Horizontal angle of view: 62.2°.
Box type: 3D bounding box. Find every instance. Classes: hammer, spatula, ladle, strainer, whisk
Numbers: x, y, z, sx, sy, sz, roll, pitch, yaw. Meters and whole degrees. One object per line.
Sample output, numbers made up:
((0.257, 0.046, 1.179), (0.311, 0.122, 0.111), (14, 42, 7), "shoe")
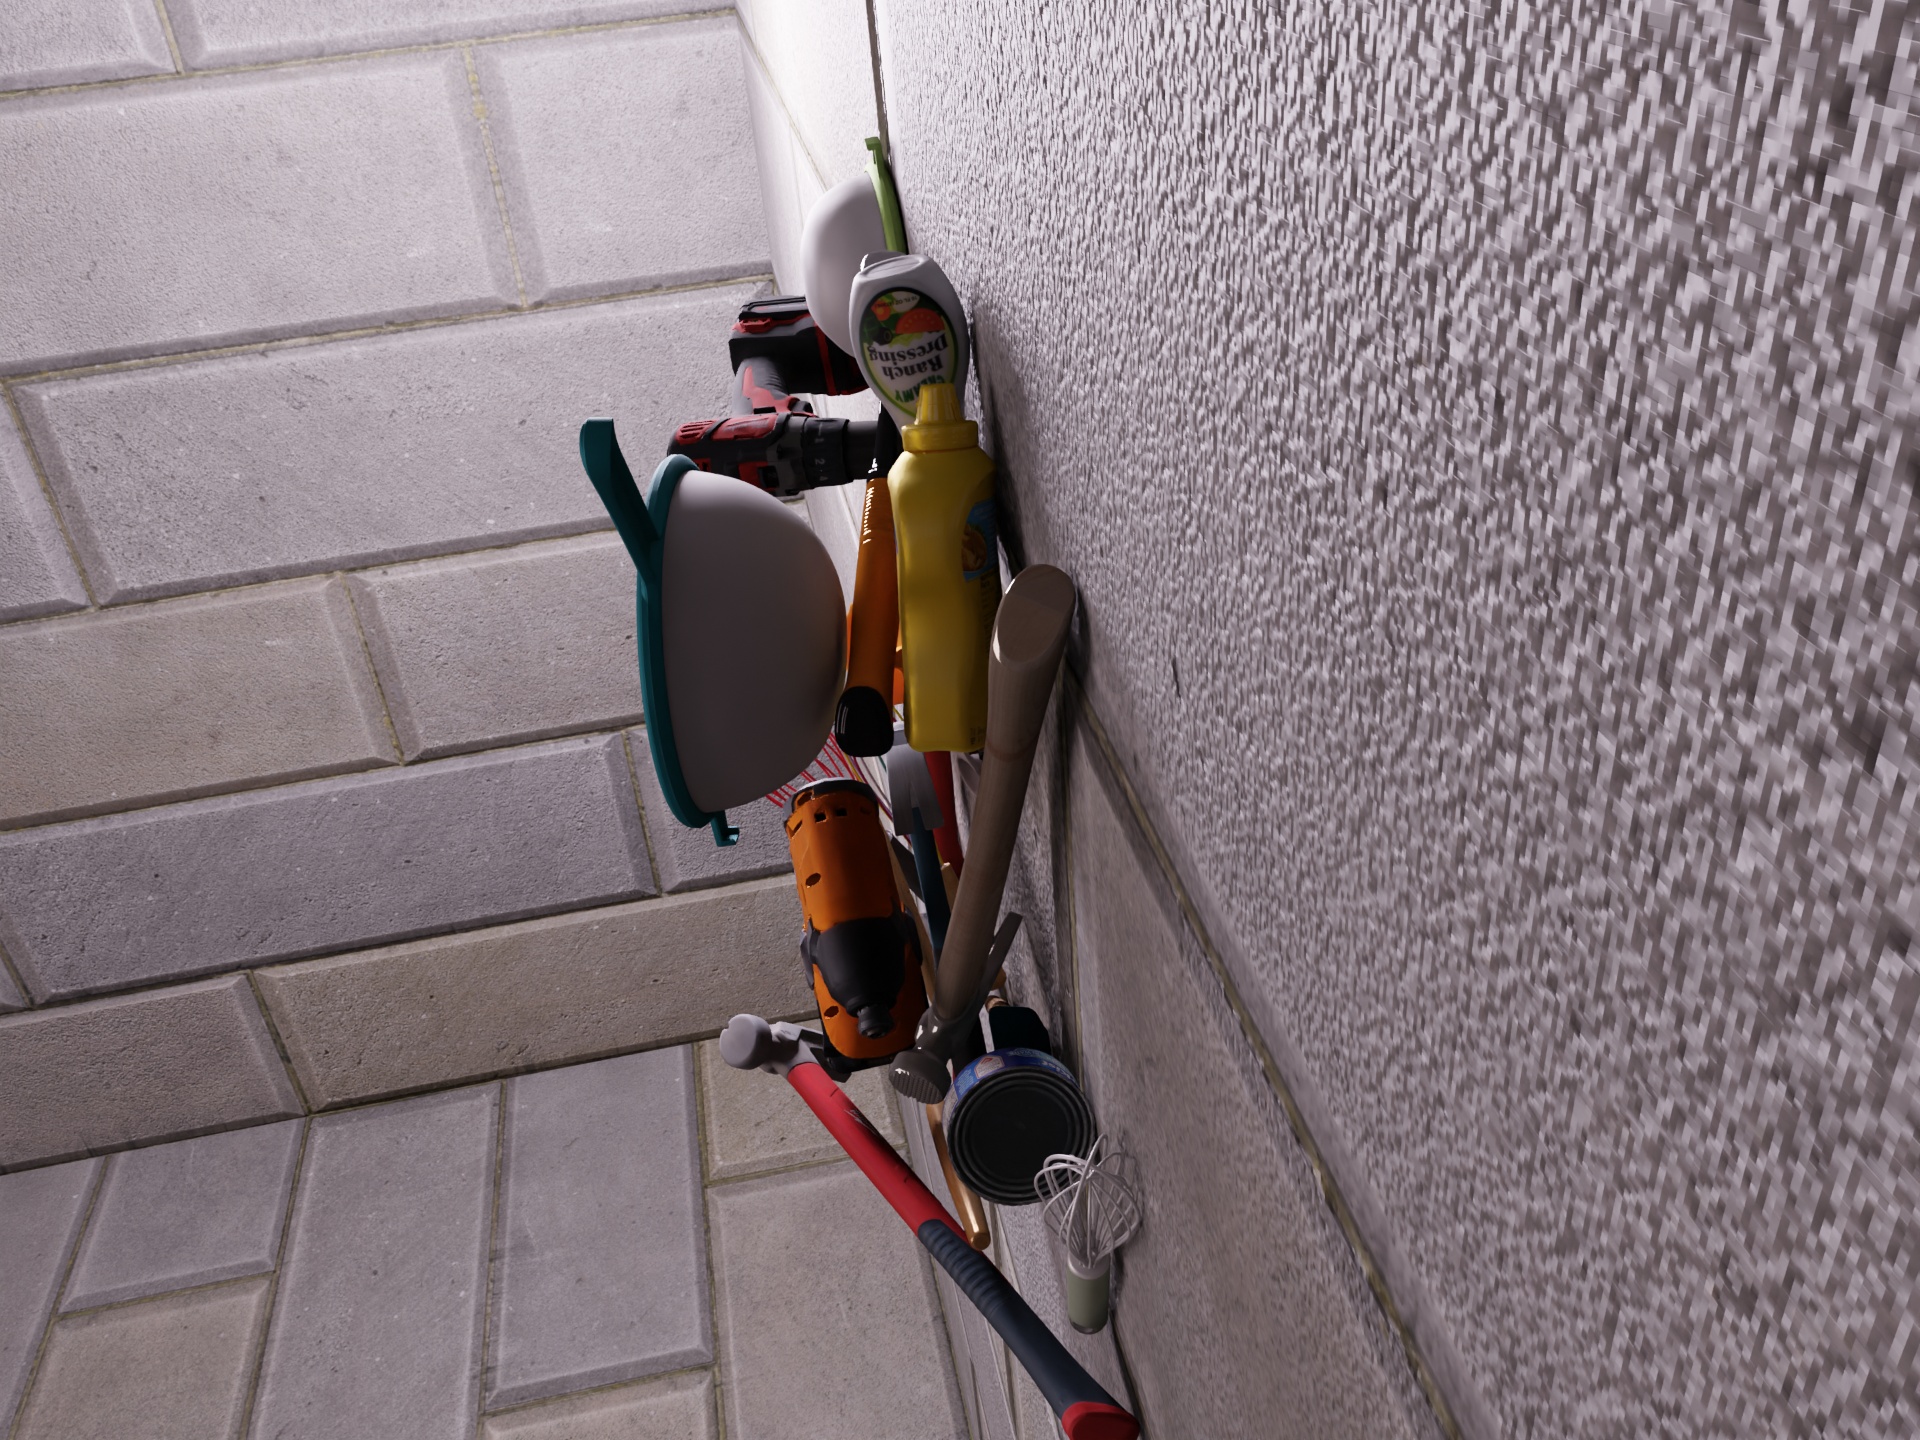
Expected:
((0.020, 0.060, 0.869), (0.410, 0.038, 0.146), (100, -165, -51), "hammer")
((0.030, 0.216, 1.099), (0.317, 0.044, 0.082), (150, 108, -84), "spatula")
((-0.047, -0.121, 0.947), (0.127, 0.034, 0.337), (83, -172, -55), "hammer")
((-0.018, 0.016, 1.210), (0.358, 0.036, 0.149), (86, 164, -47), "hammer")
((-0.021, 0.194, 1.208), (0.069, 0.031, 0.315), (-2, 113, 52), "ladle")
((-0.013, 0.333, 1.059), (0.387, 0.038, 0.143), (40, -174, 39), "hammer")
((-0.115, -0.067, 0.840), (0.340, 0.095, 0.211), (84, -176, -70), "strainer")
((-0.008, 0.168, 1.116), (0.128, 0.033, 0.331), (-115, 13, -82), "hammer")
((-0.070, -0.265, 1.126), (0.151, 0.069, 0.256), (128, 134, -81), "strainer")
((-0.075, 0.084, 1.247), (0.295, 0.073, 0.073), (46, -166, -33), "whisk")
((-0.024, 0.091, 1.189), (0.245, 0.047, 0.051), (63, 165, -4), "whisk")
((0.072, 0.298, 0.892), (0.246, 0.058, 0.059), (84, -153, -53), "whisk")

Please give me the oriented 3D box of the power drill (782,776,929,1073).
((-0.065, 0.158, 1.057), (0.226, 0.084, 0.164), (86, 170, -60), "power drill")

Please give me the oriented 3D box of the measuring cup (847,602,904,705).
((-0.040, -0.064, 1.292), (0.173, 0.052, 0.095), (-24, 79, 62), "measuring cup")

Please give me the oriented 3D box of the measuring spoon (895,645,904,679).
((-0.032, -0.020, 1.265), (0.011, 0.021, 0.116), (52, 171, 43), "measuring spoon")

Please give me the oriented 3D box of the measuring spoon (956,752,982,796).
((-0.002, -0.003, 1.055), (0.034, 0.018, 0.124), (21, 136, 62), "measuring spoon")

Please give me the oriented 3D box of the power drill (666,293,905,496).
((-0.116, -0.252, 1.250), (0.227, 0.188, 0.080), (-80, -16, -48), "power drill")

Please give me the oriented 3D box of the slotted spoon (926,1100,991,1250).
((-0.014, 0.283, 1.123), (0.314, 0.031, 0.070), (-126, 15, -73), "slotted spoon")
